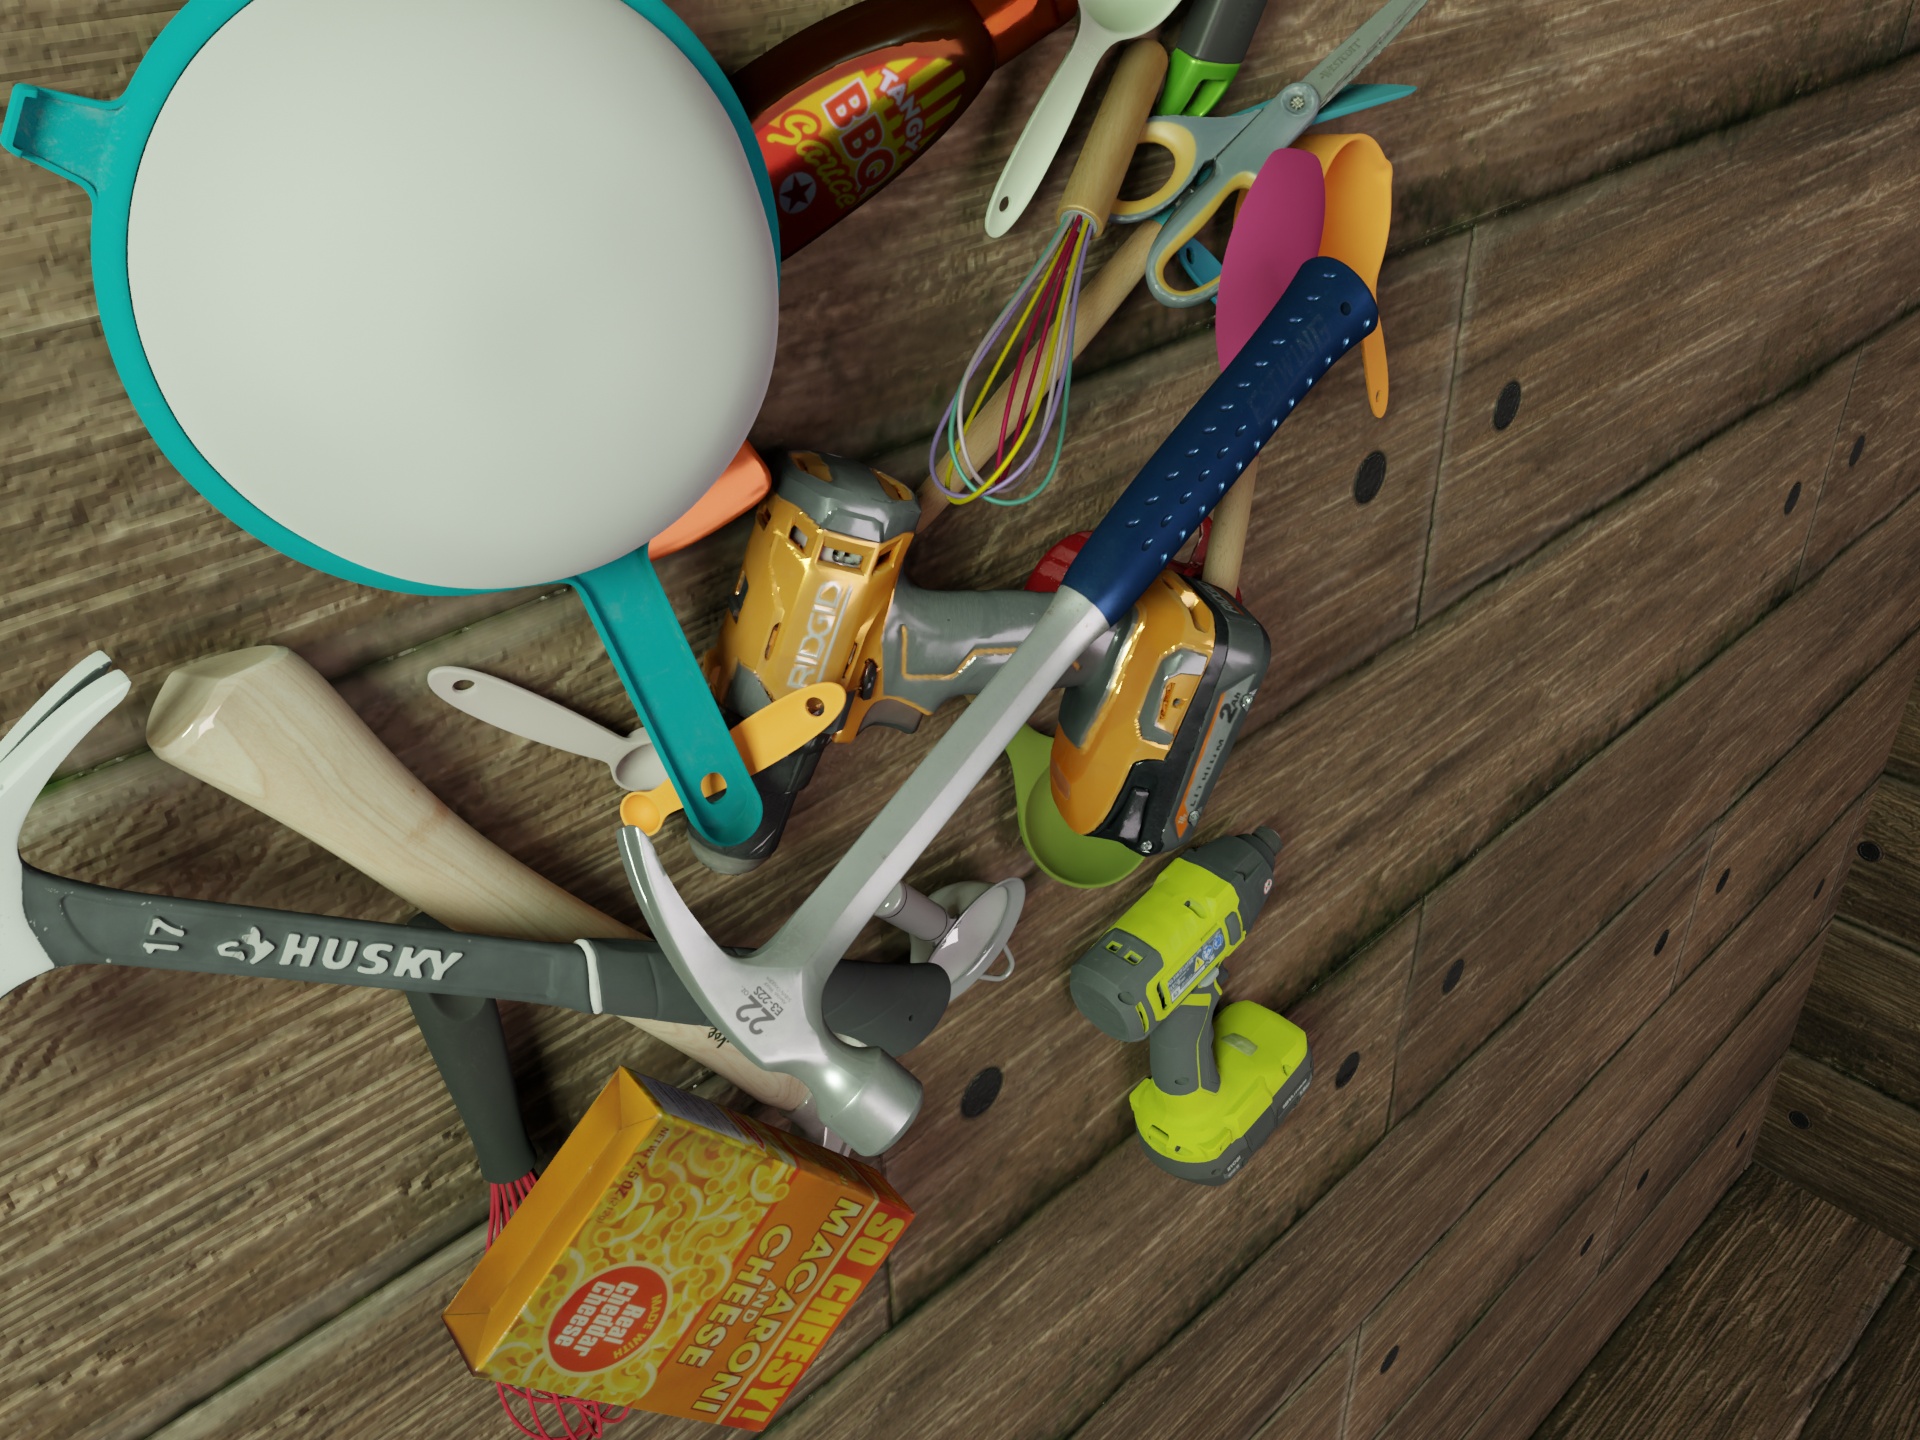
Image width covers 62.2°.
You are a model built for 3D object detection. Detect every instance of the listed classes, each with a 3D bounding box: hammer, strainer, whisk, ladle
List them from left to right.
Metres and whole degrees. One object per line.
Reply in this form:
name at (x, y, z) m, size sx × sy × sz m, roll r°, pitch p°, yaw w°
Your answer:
whisk at (-0.188, 0.204, 0.678) m, size 0.073 × 0.073 × 0.295 m, roll -29°, pitch 125°, yaw -35°
hammer at (-0.150, 0.085, 0.574) m, size 0.408 × 0.036 × 0.149 m, roll 16°, pitch 98°, yaw -46°
hammer at (-0.153, 0.103, 0.642) m, size 0.410 × 0.038 × 0.146 m, roll 47°, pitch 57°, yaw -49°
strainer at (-0.118, -0.072, 0.508) m, size 0.211 × 0.095 × 0.340 m, roll -30°, pitch 126°, yaw -15°
strainer at (-0.014, 0.096, 0.769) m, size 0.087 × 0.050 × 0.258 m, roll -52°, pitch 163°, yaw -5°
ladle at (0.013, -0.015, 0.773) m, size 0.078 × 0.062 × 0.319 m, roll -48°, pitch 137°, yaw -8°
hammer at (0.038, -0.040, 0.615) m, size 0.144 × 0.035 × 0.405 m, roll 44°, pitch 70°, yaw -13°
whisk at (0.046, -0.192, 0.667) m, size 0.047 × 0.051 × 0.245 m, roll 114°, pitch -3°, yaw -70°

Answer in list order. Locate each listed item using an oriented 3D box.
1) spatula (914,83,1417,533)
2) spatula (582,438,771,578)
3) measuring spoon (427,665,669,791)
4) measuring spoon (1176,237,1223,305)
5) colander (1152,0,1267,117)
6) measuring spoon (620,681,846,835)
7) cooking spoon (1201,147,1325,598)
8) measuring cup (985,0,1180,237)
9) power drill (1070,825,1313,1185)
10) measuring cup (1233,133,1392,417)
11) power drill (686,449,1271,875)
spatula at (0.083, -0.202, 0.743) m, size 0.317 × 0.082 × 0.044 m, roll -50°, pitch 127°, yaw -7°
spatula at (-0.143, -0.195, 0.500) m, size 0.081 × 0.041 × 0.322 m, roll -29°, pitch 131°, yaw -17°
measuring spoon at (-0.156, -0.001, 0.624) m, size 0.034 × 0.018 × 0.124 m, roll -38°, pitch 141°, yaw 21°
measuring spoon at (0.139, -0.212, 0.830) m, size 0.128 × 0.021 × 0.042 m, roll 33°, pitch 64°, yaw -43°
colander at (0.140, -0.447, 0.646) m, size 0.204 × 0.095 × 0.396 m, roll -18°, pitch 142°, yaw -41°
measuring spoon at (-0.091, 0.015, 0.640) m, size 0.117 × 0.021 × 0.011 m, roll -30°, pitch -175°, yaw 22°
cooking spoon at (0.128, -0.100, 0.746) m, size 0.068 × 0.017 × 0.318 m, roll -13°, pitch 118°, yaw -42°
measuring cup at (0.041, -0.284, 0.662) m, size 0.083 × 0.038 × 0.167 m, roll 10°, pitch 113°, yaw -50°
power drill at (0.164, 0.186, 1.045) m, size 0.171 × 0.080 × 0.223 m, roll -40°, pitch 134°, yaw -25°
measuring cup at (0.190, -0.228, 0.839) m, size 0.095 × 0.052 × 0.173 m, roll -56°, pitch 143°, yaw -22°
power drill at (-0.001, -0.002, 0.690) m, size 0.226 × 0.084 × 0.185 m, roll 13°, pitch 112°, yaw -22°
